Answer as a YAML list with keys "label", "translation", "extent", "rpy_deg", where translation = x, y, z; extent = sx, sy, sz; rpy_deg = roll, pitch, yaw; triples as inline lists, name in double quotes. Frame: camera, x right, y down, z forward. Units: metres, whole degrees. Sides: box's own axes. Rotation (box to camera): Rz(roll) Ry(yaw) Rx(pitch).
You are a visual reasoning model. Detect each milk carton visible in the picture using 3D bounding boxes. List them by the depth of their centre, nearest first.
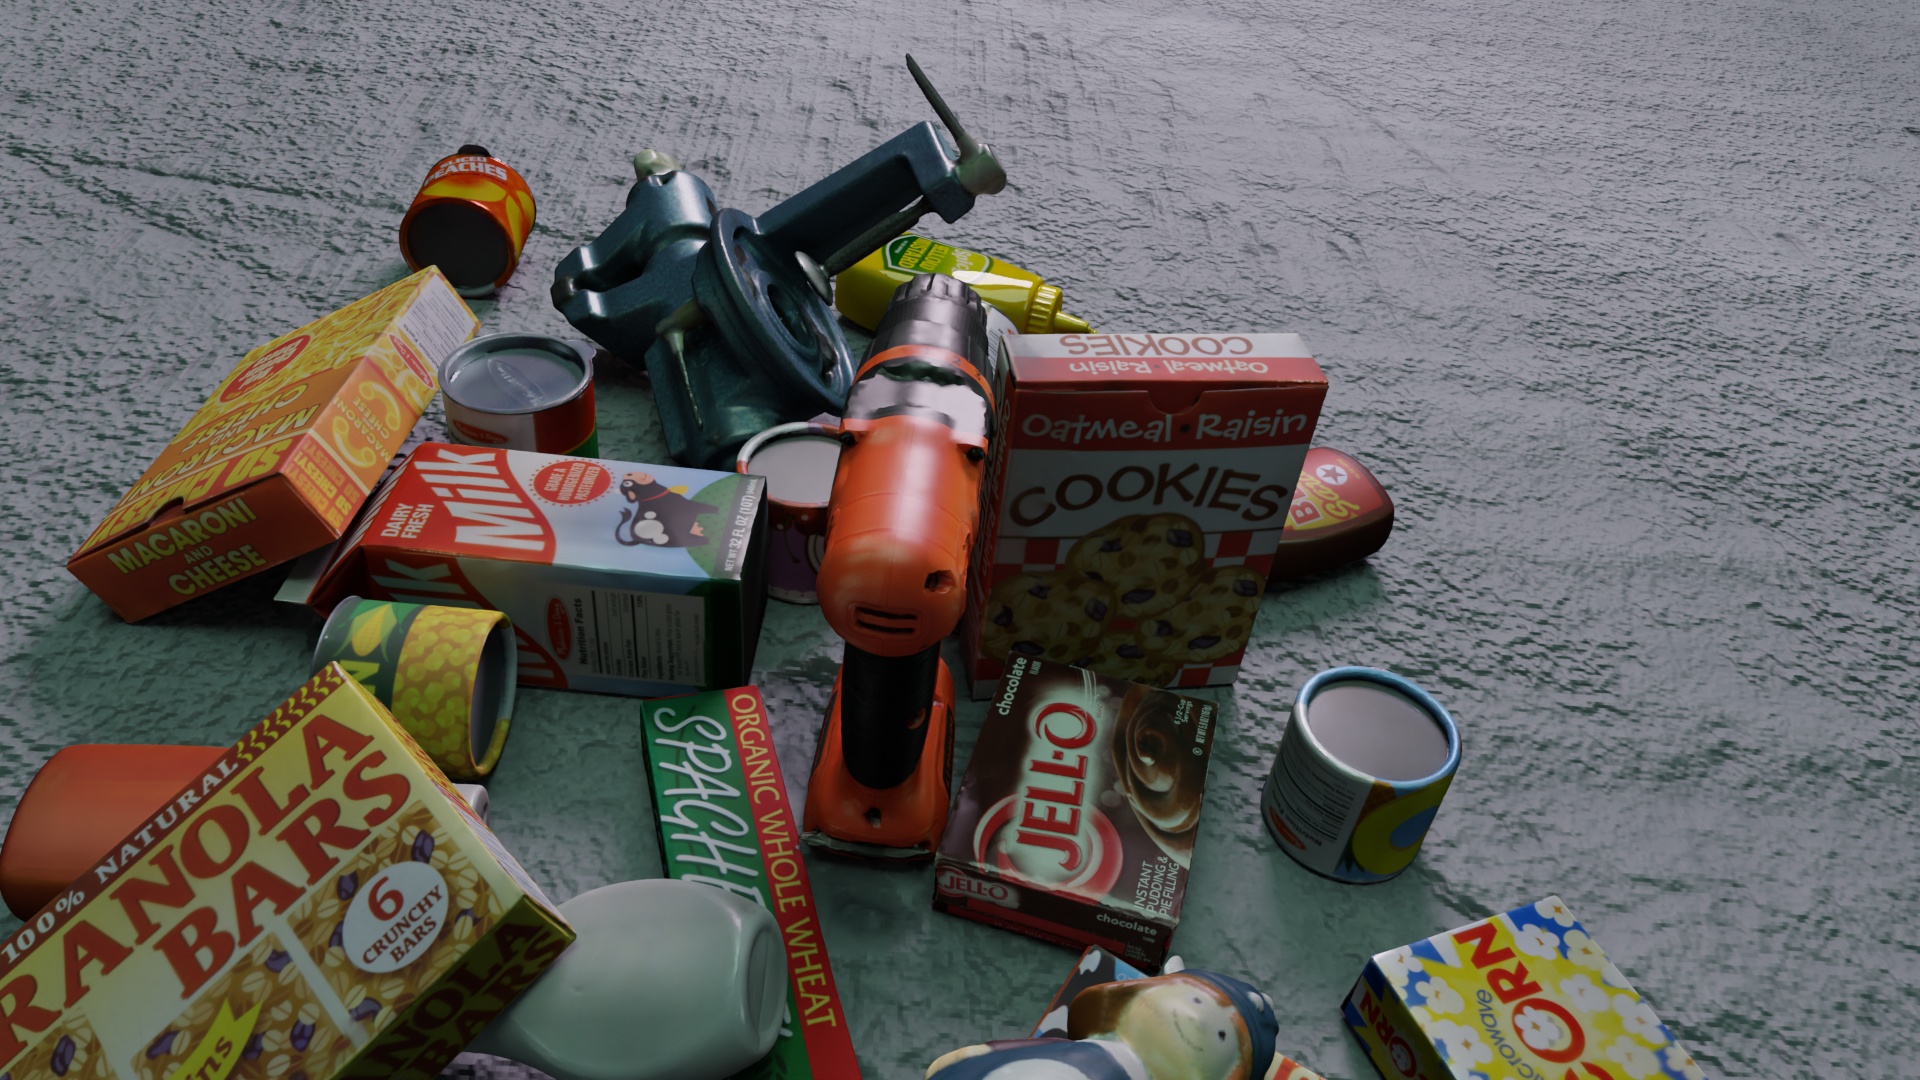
- label: "milk carton"
  translation: [-0.181, 0.011, 0.588]
  extent: [0.191, 0.073, 0.073]
  rpy_deg: [5, 39, -2]

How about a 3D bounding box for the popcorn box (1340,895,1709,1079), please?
- label: "popcorn box"
  translation: [0.200, 0.188, 0.461]
  extent: [0.085, 0.038, 0.127]
  rpy_deg: [-10, 43, -20]

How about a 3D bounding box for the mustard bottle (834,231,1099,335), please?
- label: "mustard bottle"
  translation: [0.008, -0.142, 0.821]
  extent: [0.160, 0.048, 0.066]
  rpy_deg: [15, 42, 10]

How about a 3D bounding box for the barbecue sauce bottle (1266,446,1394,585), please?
- label: "barbecue sauce bottle"
  translation: [0.137, -0.004, 0.679]
  extent: [0.149, 0.043, 0.065]
  rpy_deg: [-16, 46, -25]

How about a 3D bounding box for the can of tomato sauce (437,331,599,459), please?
- label: "can of tomato sauce"
  translation: [-0.201, -0.046, 0.646]
  extent: [0.071, 0.082, 0.071]
  rpy_deg: [4, 39, -4]

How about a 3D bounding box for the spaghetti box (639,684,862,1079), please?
- label: "spaghetti box"
  translation: [-0.071, 0.148, 0.476]
  extent: [0.050, 0.028, 0.251]
  rpy_deg: [-6, 42, -17]

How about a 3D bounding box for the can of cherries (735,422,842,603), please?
- label: "can of cherries"
  translation: [-0.069, -0.013, 0.646]
  extent: [0.071, 0.058, 0.072]
  rpy_deg: [4, 39, -3]

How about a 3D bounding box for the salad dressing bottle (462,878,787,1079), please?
- label: "salad dressing bottle"
  translation: [-0.131, 0.141, 0.437]
  extent: [0.147, 0.043, 0.064]
  rpy_deg: [-5, 57, 11]

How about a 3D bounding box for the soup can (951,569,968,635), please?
- label: "soup can"
  translation: [0.002, -0.008, 0.649]
  extent: [0.071, 0.071, 0.084]
  rpy_deg: [-13, 43, -23]

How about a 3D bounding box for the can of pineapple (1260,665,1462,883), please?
- label: "can of pineapple"
  translation: [0.161, 0.092, 0.556]
  extent: [0.071, 0.057, 0.071]
  rpy_deg: [4, 39, -4]

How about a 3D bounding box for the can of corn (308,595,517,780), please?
- label: "can of corn"
  translation: [-0.209, 0.058, 0.532]
  extent: [0.058, 0.070, 0.071]
  rpy_deg: [6, 39, -3]

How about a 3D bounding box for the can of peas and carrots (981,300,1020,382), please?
- label: "can of peas and carrots"
  translation: [-0.005, -0.086, 0.741]
  extent: [0.071, 0.070, 0.059]
  rpy_deg: [13, 40, 7]

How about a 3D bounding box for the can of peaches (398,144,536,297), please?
- label: "can of peaches"
  translation: [-0.288, -0.186, 0.812]
  extent: [0.071, 0.070, 0.058]
  rpy_deg: [3, 41, -5]

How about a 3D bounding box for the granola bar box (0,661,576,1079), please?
- label: "granola bar box"
  translation: [-0.216, 0.134, 0.413]
  extent: [0.124, 0.039, 0.166]
  rpy_deg: [35, 71, 32]

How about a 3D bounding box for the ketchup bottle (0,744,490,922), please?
- label: "ketchup bottle"
  translation: [-0.246, 0.103, 0.491]
  extent: [0.149, 0.043, 0.065]
  rpy_deg: [2, 42, -7]

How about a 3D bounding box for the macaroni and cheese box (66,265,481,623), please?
- label: "macaroni and cheese box"
  translation: [-0.302, -0.048, 0.624]
  extent: [0.123, 0.040, 0.167]
  rpy_deg: [-19, 35, 19]

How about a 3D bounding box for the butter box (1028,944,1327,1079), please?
- label: "butter box"
  translation: [0.074, 0.183, 0.459]
  extent: [0.103, 0.024, 0.053]
  rpy_deg: [26, 43, 21]

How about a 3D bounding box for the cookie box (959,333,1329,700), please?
- label: "cookie box"
  translation: [0.069, -0.006, 0.574]
  extent: [0.123, 0.166, 0.040]
  rpy_deg: [-2, 41, -11]
